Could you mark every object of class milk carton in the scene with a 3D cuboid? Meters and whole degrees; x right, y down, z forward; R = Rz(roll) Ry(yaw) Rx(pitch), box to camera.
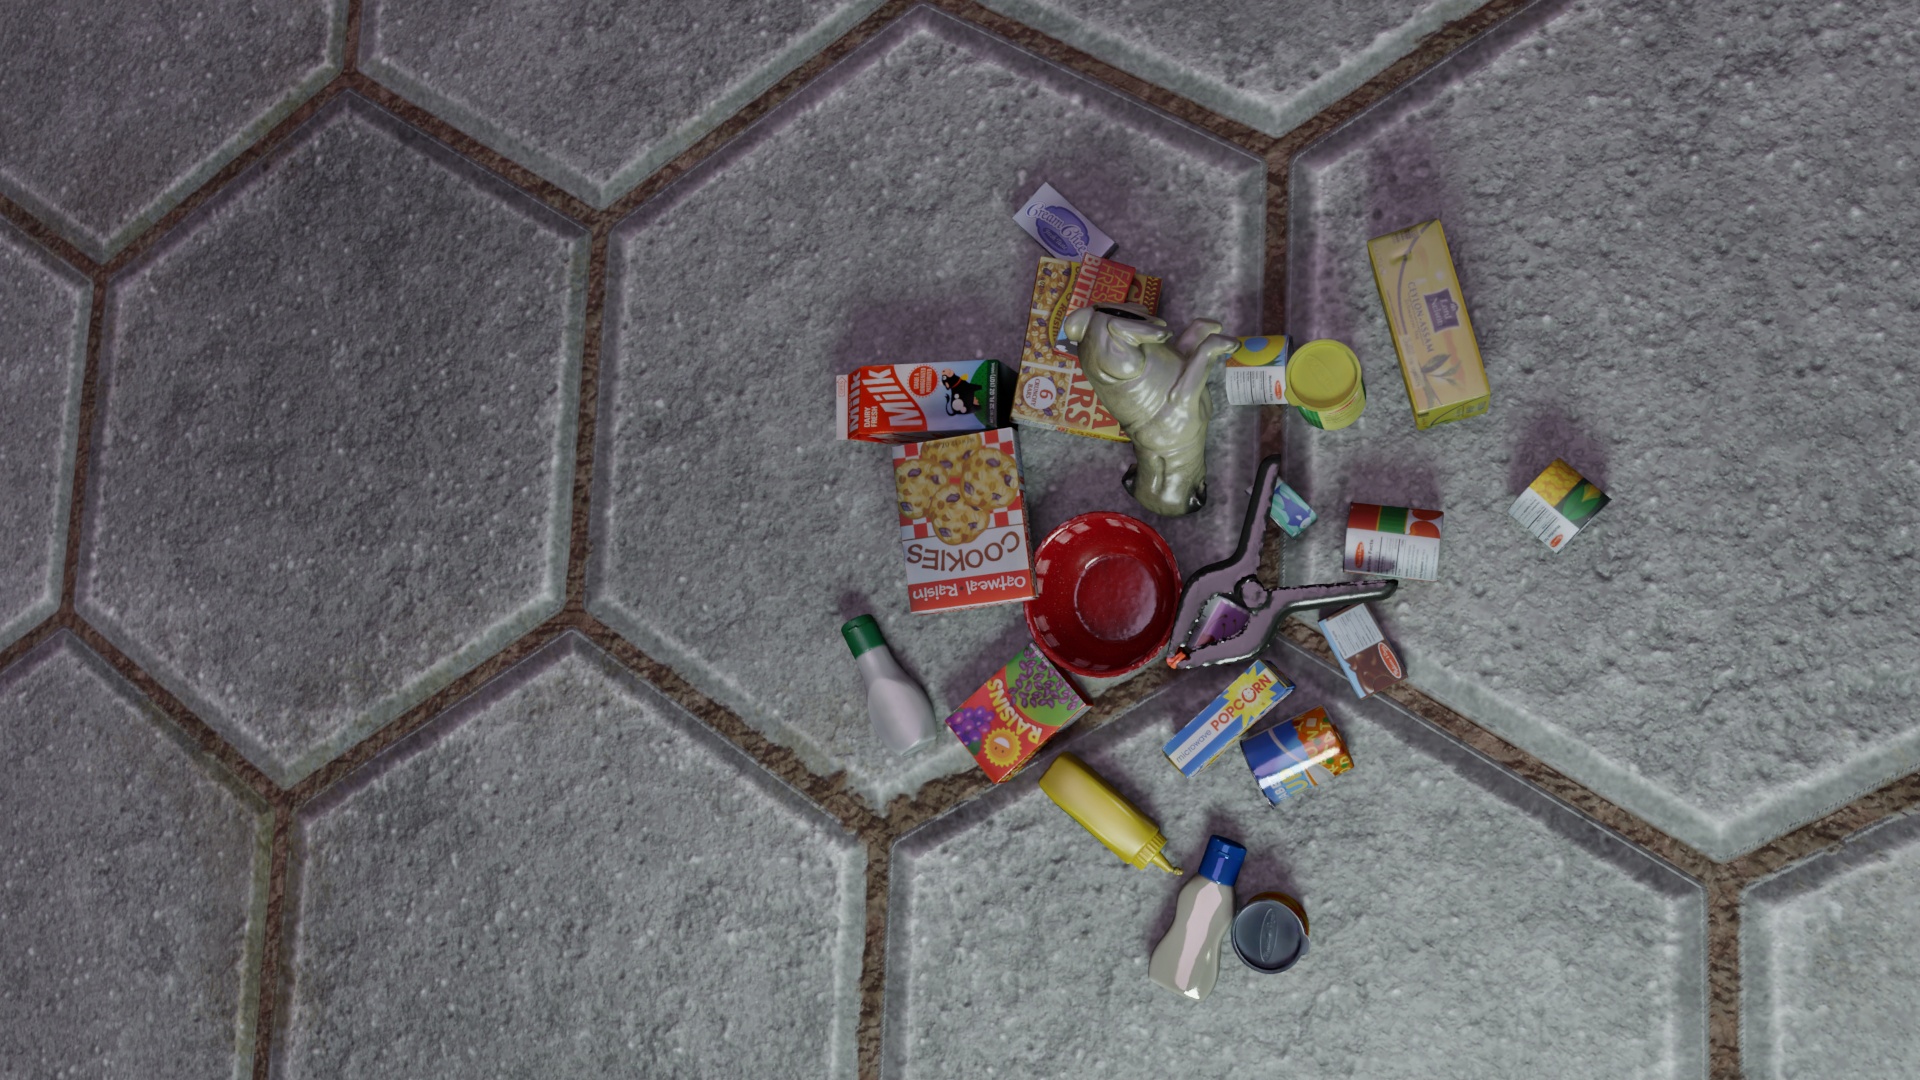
[{"bbox_3d":[-0.041,-0.141,1.433,0.190,0.073,0.072,-1,84,19],"label":"milk carton"}]

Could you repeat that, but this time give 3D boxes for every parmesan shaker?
[{"bbox_3d":[0.338,-0.141,1.289,0.071,0.103,0.071,-2,84,18],"label":"parmesan shaker"}]

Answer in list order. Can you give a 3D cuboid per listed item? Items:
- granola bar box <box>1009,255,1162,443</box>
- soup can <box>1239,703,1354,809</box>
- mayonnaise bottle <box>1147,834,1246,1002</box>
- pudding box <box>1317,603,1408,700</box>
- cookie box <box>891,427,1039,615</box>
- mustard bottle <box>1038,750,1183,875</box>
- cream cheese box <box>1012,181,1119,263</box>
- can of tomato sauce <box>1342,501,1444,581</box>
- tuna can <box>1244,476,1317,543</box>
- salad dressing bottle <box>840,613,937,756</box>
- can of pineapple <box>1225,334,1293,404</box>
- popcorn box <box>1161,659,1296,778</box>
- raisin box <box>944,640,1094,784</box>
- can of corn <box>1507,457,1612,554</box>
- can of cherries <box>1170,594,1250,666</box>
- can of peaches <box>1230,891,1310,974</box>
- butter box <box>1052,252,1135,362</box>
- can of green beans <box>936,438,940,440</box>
[{"bbox_3d":[0.124,-0.189,1.380,0.124,0.039,0.165,10,88,-1],"label":"granola bar box"},{"bbox_3d":[0.311,0.199,1.279,0.083,0.071,0.071,-28,76,14],"label":"soup can"},{"bbox_3d":[0.228,0.353,1.306,0.065,0.041,0.148,20,90,18],"label":"mayonnaise bottle"},{"bbox_3d":[0.373,0.101,1.290,0.049,0.030,0.084,-30,76,12],"label":"pudding box"},{"bbox_3d":[0.005,-0.017,1.357,0.123,0.040,0.167,-8,84,13],"label":"cookie box"},{"bbox_3d":[0.147,0.269,1.331,0.160,0.065,0.049,40,93,14],"label":"mustard bottle"},{"bbox_3d":[0.108,-0.316,1.428,0.104,0.024,0.053,45,97,17],"label":"cream cheese box"},{"bbox_3d":[0.397,0.000,1.275,0.083,0.071,0.071,6,87,19],"label":"can of tomato sauce"},{"bbox_3d":[0.304,-0.032,1.310,0.033,0.071,0.071,-45,73,9],"label":"tuna can"},{"bbox_3d":[-0.076,0.147,1.430,0.064,0.044,0.148,-32,74,15],"label":"salad dressing bottle"},{"bbox_3d":[0.287,-0.164,1.330,0.058,0.071,0.071,1,85,19],"label":"can of pineapple"},{"bbox_3d":[0.250,0.166,1.295,0.126,0.085,0.038,-44,72,10],"label":"popcorn box"},{"bbox_3d":[0.058,0.171,1.384,0.123,0.040,0.086,-43,74,9],"label":"raisin box"},{"bbox_3d":[0.532,-0.032,1.233,0.058,0.071,0.071,45,99,18],"label":"can of corn"},{"bbox_3d":[0.242,0.080,1.319,0.071,0.071,0.058,28,94,19],"label":"can of cherries"},{"bbox_3d":[0.287,0.360,1.276,0.071,0.058,0.071,-2,83,18],"label":"can of peaches"},{"bbox_3d":[0.129,-0.223,1.348,0.053,0.024,0.103,19,88,-1],"label":"butter box"},{"bbox_3d":[-0.014,-0.062,1.419,0.071,0.071,0.057,40,97,18],"label":"can of green beans"}]
